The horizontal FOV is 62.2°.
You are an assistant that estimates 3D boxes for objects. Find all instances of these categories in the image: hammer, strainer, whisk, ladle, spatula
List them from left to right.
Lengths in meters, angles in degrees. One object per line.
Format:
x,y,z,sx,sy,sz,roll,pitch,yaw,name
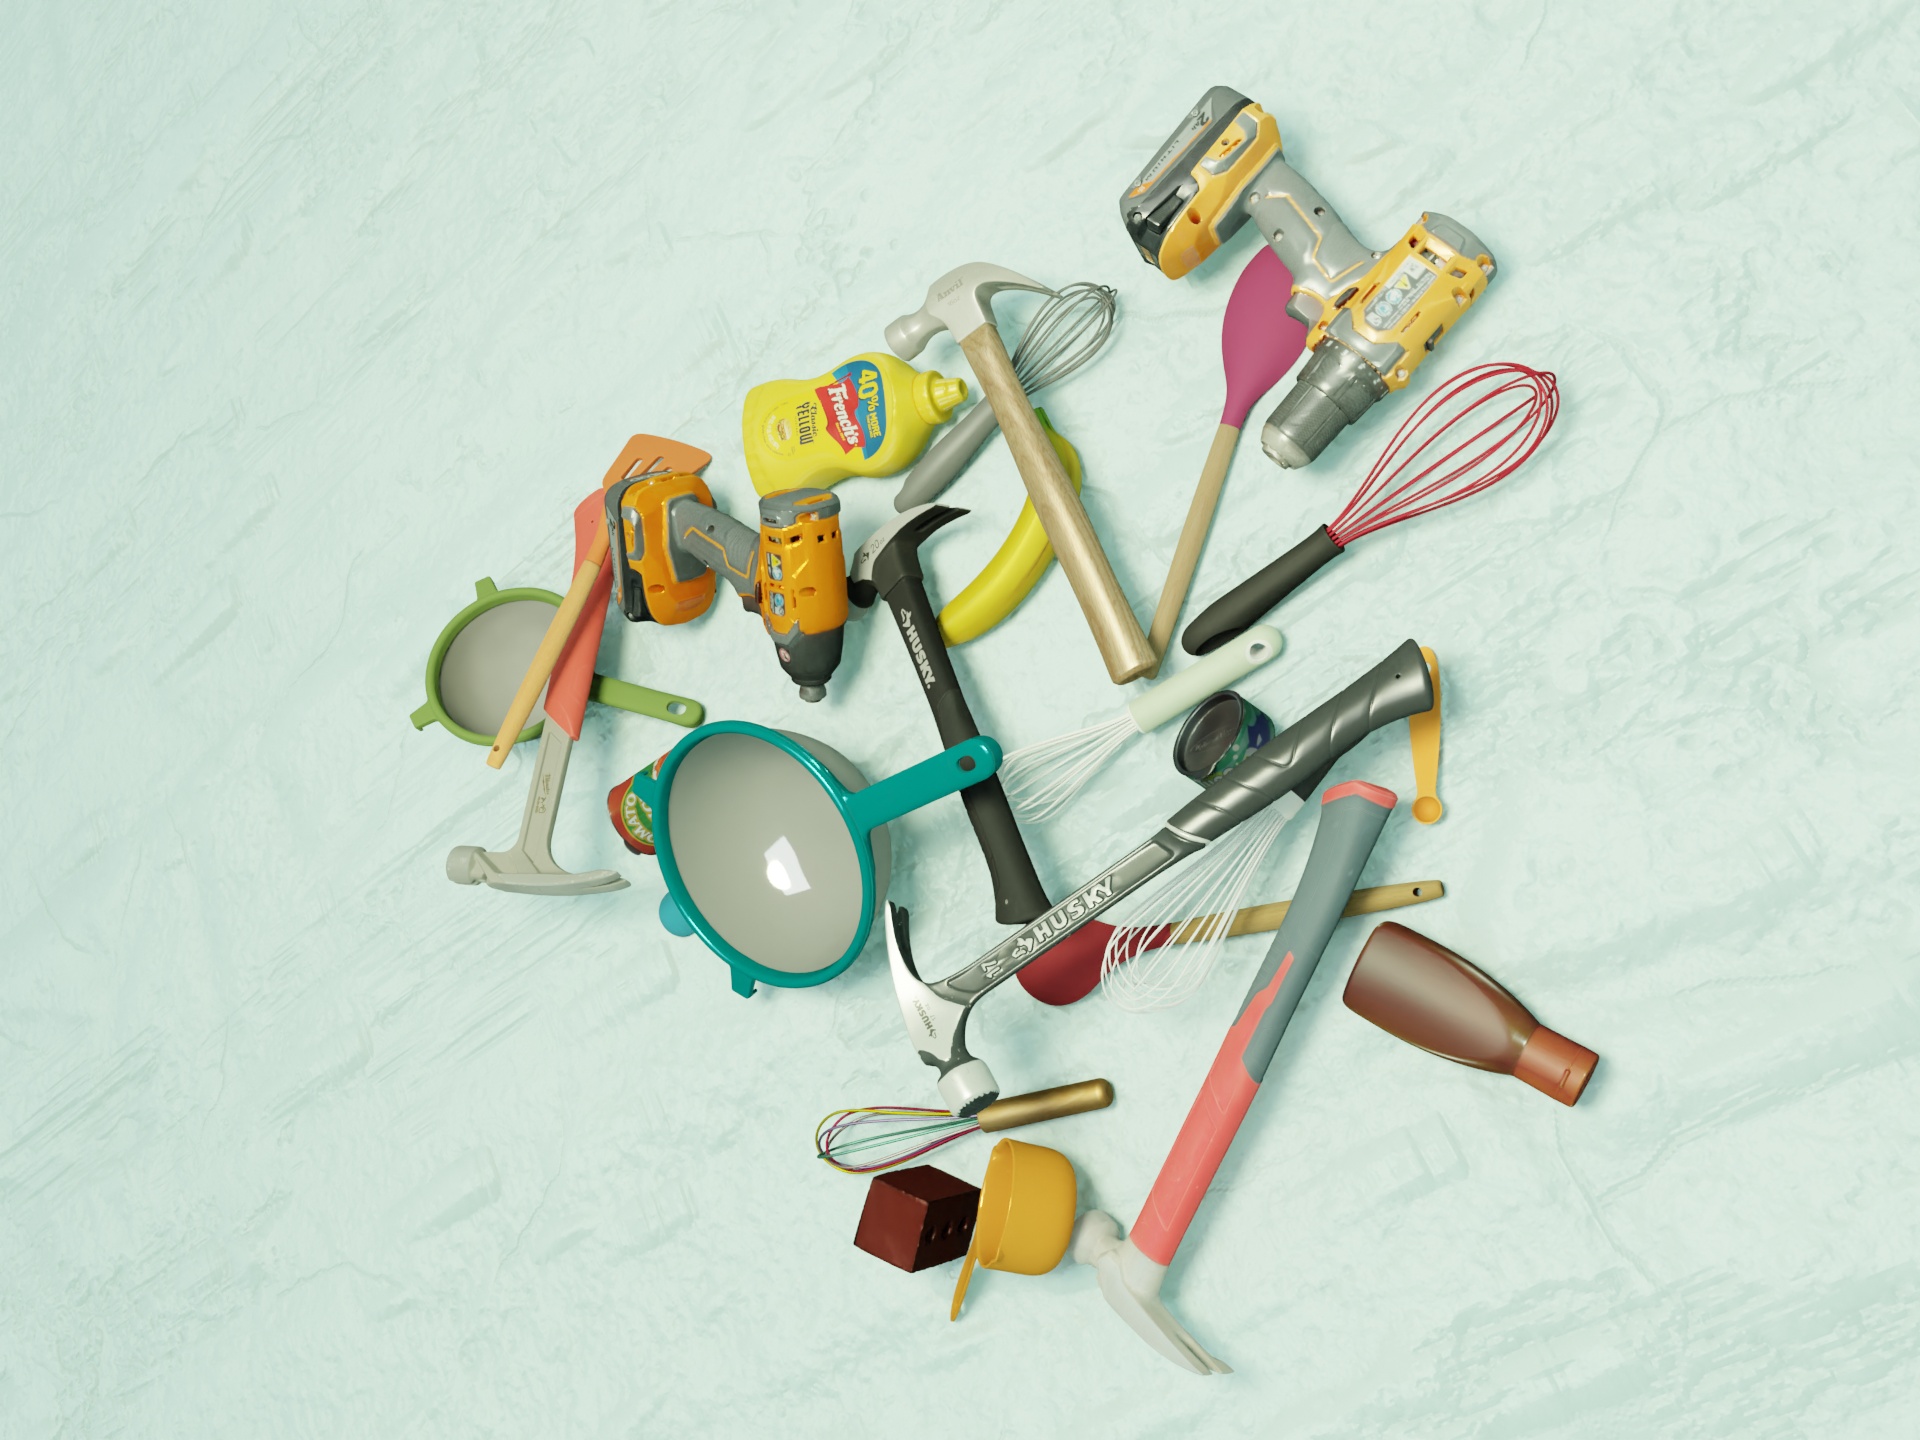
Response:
-0.333,-0.024,1.376,0.256,0.069,0.151,14,69,13,strainer
-0.314,-0.031,1.314,0.149,0.036,0.359,1,66,14,hammer
-0.310,-0.104,1.315,0.081,0.041,0.323,18,75,19,spatula
-0.081,0.067,1.169,0.340,0.095,0.211,-25,91,37,strainer
-0.004,0.290,1.154,0.245,0.051,0.047,-18,70,24,whisk
-0.002,-0.004,1.143,0.146,0.035,0.335,-44,56,38,hammer
0.031,-0.238,1.193,0.239,0.055,0.055,-44,65,23,whisk
0.059,-0.179,1.127,0.130,0.031,0.331,-32,74,29,hammer
0.118,0.003,1.118,0.246,0.059,0.057,-32,106,19,whisk
0.126,0.080,1.014,0.409,0.036,0.149,-37,61,9,hammer
0.170,0.142,1.080,0.315,0.031,0.069,-14,78,26,ladle
0.191,0.077,1.042,0.070,0.070,0.284,40,92,27,whisk
0.193,0.221,1.016,0.143,0.038,0.386,35,105,49,hammer
0.260,-0.132,1.042,0.296,0.073,0.073,-38,67,27,whisk

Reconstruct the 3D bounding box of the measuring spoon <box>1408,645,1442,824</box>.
0.302,0.010,1.029,0.021,0.011,0.117,-4,79,30,measuring spoon

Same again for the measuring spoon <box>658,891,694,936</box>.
-0.208,0.127,1.301,0.128,0.021,0.042,-49,64,18,measuring spoon

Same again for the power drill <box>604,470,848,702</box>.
-0.178,-0.109,1.249,0.227,0.084,0.164,16,118,39,power drill

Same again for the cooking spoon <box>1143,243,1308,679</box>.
0.181,-0.181,1.114,0.069,0.017,0.319,20,93,30,cooking spoon

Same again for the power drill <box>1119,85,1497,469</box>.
0.210,-0.292,1.061,0.226,0.084,0.185,42,98,19,power drill

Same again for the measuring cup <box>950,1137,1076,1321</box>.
0.036,0.370,1.115,0.052,0.095,0.173,12,122,-8,measuring cup
